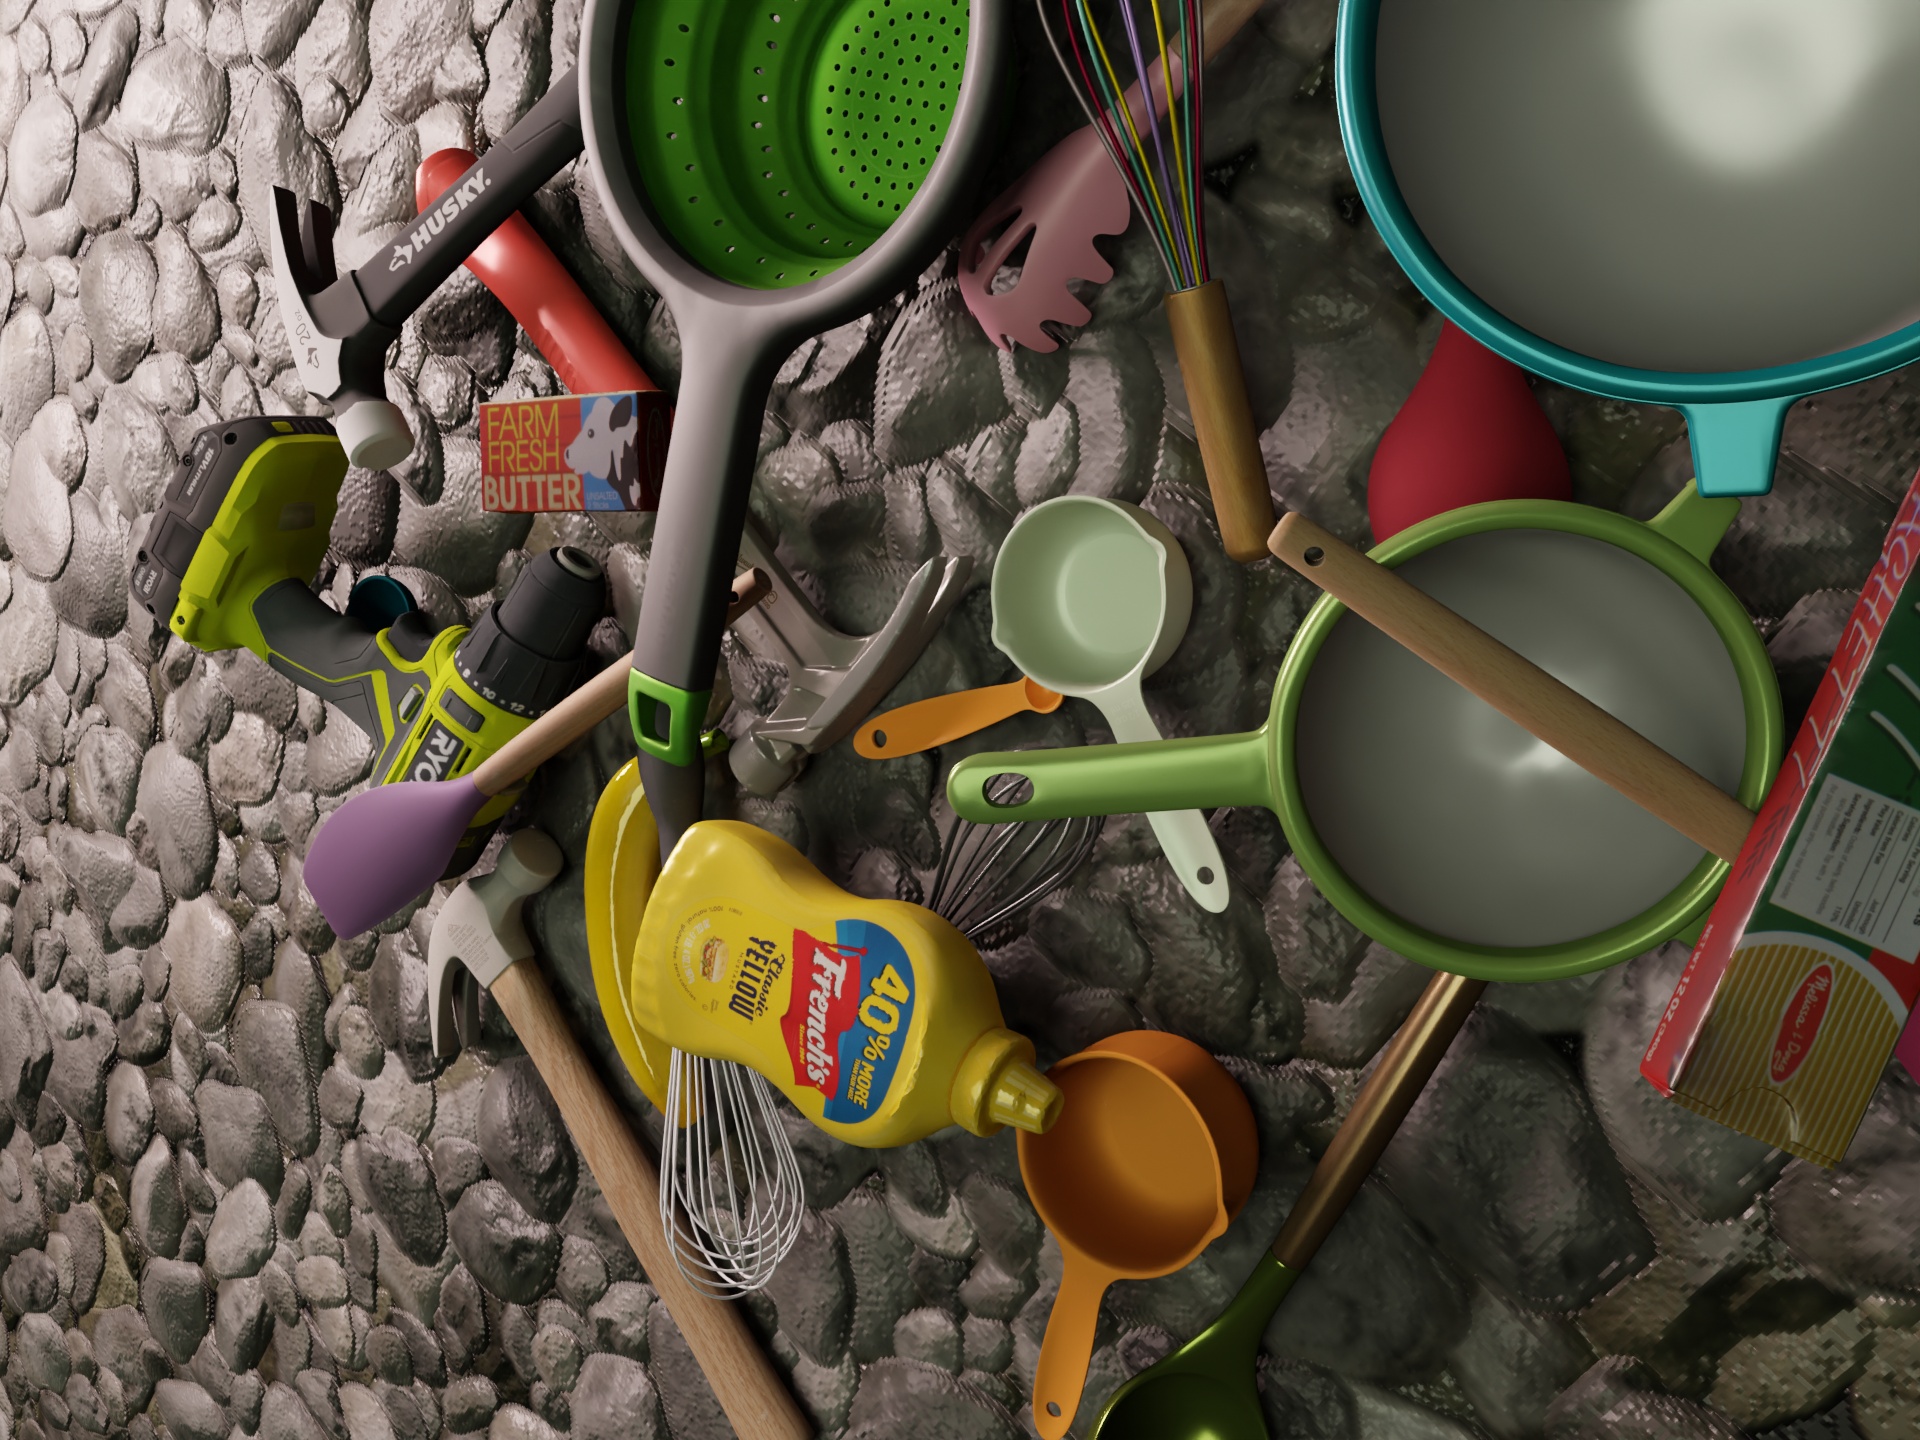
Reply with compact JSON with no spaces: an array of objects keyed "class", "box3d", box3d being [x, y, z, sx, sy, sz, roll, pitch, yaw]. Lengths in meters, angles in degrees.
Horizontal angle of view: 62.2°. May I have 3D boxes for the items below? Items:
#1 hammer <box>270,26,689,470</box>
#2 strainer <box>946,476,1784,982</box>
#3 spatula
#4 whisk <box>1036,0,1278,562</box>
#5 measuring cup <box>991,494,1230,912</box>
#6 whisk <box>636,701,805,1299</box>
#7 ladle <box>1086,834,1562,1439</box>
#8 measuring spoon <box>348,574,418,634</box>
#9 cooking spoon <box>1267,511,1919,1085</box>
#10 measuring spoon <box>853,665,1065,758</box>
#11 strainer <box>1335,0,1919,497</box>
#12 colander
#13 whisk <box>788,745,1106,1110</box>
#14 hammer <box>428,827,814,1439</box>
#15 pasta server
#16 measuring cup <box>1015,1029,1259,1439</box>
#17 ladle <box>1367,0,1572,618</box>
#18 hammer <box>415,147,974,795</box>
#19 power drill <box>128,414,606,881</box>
[{"class":"hammer","box3d":[-0.190,-0.266,0.720,0.334,0.035,0.146,-33,74,22]},{"class":"strainer","box3d":[0.125,0.008,0.527,0.256,0.069,0.151,-5,100,15]},{"class":"spatula","box3d":[-0.207,0.015,0.743,0.316,0.018,0.060,-32,88,24]},{"class":"whisk","box3d":[0.075,-0.173,0.555,0.047,0.051,0.244,0,114,44]},{"class":"measuring cup","box3d":[0.071,-0.008,0.609,0.083,0.038,0.167,-28,82,33]},{"class":"whisk","box3d":[-0.119,0.123,0.728,0.070,0.070,0.284,-7,91,34]},{"class":"ladle","box3d":[0.135,0.183,0.579,0.078,0.062,0.320,22,108,-9]},{"class":"measuring spoon","box3d":[-0.288,-0.022,0.864,0.042,0.021,0.128,-32,87,23]},{"class":"cooking spoon","box3d":[0.225,0.033,0.463,0.319,0.017,0.068,35,111,4]},{"class":"measuring spoon","box3d":[-0.001,-0.002,0.676,0.117,0.011,0.021,-17,86,38]},{"class":"strainer","box3d":[0.180,-0.236,0.467,0.340,0.095,0.211,48,112,17]},{"class":"colander","box3d":[-0.063,-0.174,0.642,0.205,0.094,0.397,22,107,30]},{"class":"whisk","box3d":[-0.014,0.096,0.674,0.055,0.055,0.239,49,123,19]},{"class":"hammer","box3d":[-0.175,0.224,0.805,0.130,0.031,0.331,-44,72,29]},{"class":"pasta server","box3d":[0.100,-0.252,0.556,0.316,0.040,0.060,-44,72,29]},{"class":"measuring cup","box3d":[0.064,0.204,0.632,0.095,0.052,0.173,22,109,30]},{"class":"ladle","box3d":[0.176,-0.191,0.523,0.069,0.031,0.315,7,98,32]},{"class":"hammer","box3d":[-0.145,-0.145,0.737,0.149,0.036,0.359,-47,71,29]},{"class":"power drill","box3d":[-0.295,-0.054,0.808,0.228,0.080,0.190,39,111,10]}]
